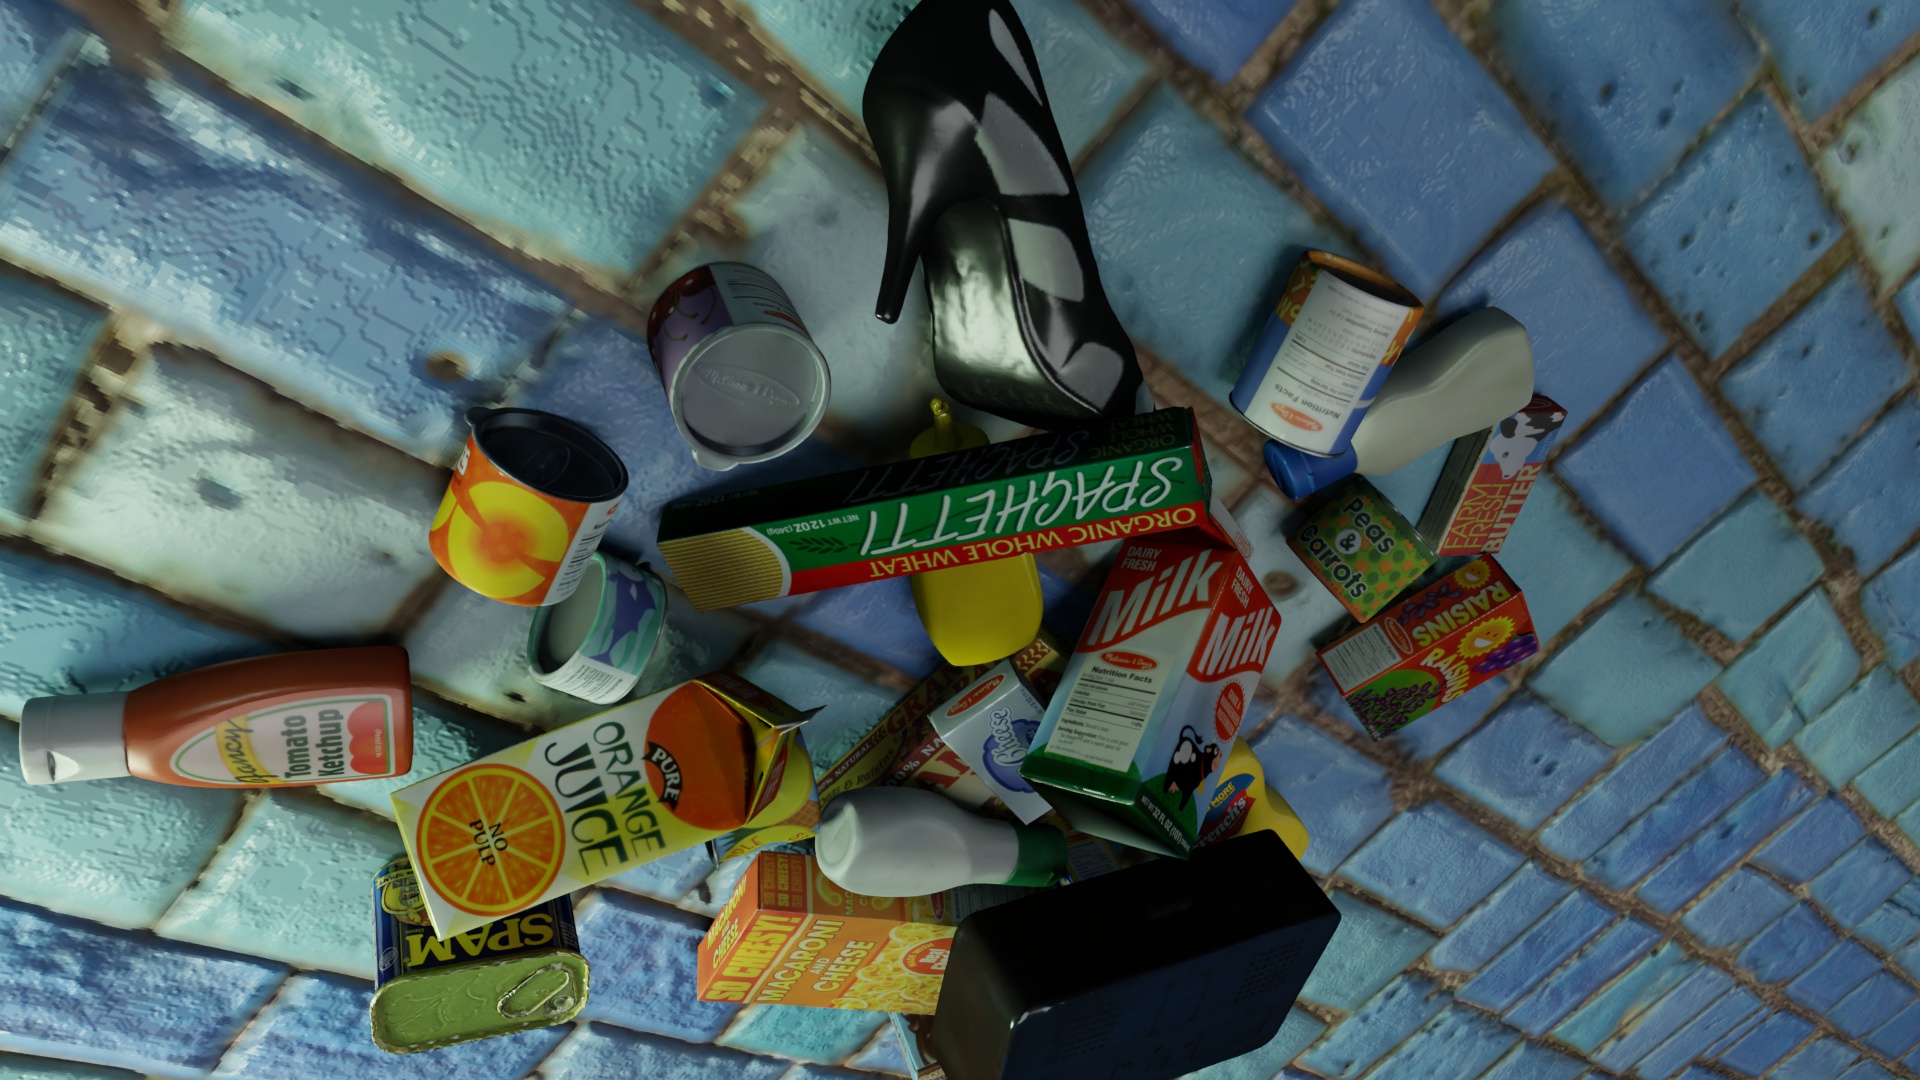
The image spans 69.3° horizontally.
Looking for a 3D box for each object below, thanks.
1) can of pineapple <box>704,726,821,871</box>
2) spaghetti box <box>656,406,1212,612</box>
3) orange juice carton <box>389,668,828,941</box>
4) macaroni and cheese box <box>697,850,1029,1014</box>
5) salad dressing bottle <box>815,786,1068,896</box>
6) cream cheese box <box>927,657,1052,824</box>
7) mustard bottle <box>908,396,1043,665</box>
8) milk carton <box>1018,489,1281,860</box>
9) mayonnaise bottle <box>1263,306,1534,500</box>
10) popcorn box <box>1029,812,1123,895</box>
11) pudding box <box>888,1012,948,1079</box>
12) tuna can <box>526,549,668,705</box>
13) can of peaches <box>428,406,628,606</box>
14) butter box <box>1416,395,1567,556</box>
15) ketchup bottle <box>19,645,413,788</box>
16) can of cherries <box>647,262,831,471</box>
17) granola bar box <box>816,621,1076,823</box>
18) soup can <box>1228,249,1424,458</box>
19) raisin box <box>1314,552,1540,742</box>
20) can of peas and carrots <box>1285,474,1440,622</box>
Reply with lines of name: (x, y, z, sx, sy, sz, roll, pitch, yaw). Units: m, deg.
can of pineapple: (-0.109, 0.132, 0.730, 0.058, 0.071, 0.070, -12, 129, -17)
spaghetti box: (-0.013, -0.013, 0.629, 0.250, 0.029, 0.050, -10, 133, 12)
orange juice carton: (-0.156, 0.115, 0.656, 0.193, 0.072, 0.073, -21, 87, 2)
macaroni and cheese box: (-0.058, 0.235, 0.820, 0.166, 0.040, 0.123, 12, 136, -22)
salad dressing bottle: (-0.007, 0.170, 0.772, 0.148, 0.044, 0.064, 14, 118, -34)
cream cheese box: (0.031, 0.111, 0.755, 0.053, 0.024, 0.103, -35, 132, 5)
mustard bottle: (0.002, -0.009, 0.687, 0.065, 0.049, 0.159, -16, 130, -8)
milk carton: (0.113, 0.065, 0.748, 0.072, 0.073, 0.191, 48, 59, -42)
mayonnaise bottle: (0.239, -0.070, 0.759, 0.148, 0.041, 0.064, -26, 131, -4)
popcorn box: (0.058, 0.225, 0.869, 0.038, 0.085, 0.126, -8, 128, -24)
pudding box: (-0.019, 0.307, 0.898, 0.050, 0.084, 0.030, -16, 132, -15)
tuna can: (-0.166, 0.037, 0.633, 0.033, 0.071, 0.071, 29, 109, -37)
can of peaches: (-0.184, -0.015, 0.584, 0.071, 0.071, 0.057, 15, 118, -33)
butter box: (0.316, -0.038, 0.830, 0.053, 0.024, 0.103, -3, 126, -23)
ketchup bottle: (-0.320, 0.080, 0.607, 0.149, 0.044, 0.064, -2, 126, -23)
can of cherries: (-0.096, -0.073, 0.584, 0.071, 0.058, 0.071, -14, 131, -17)
granola bar box: (0.013, 0.124, 0.802, 0.165, 0.039, 0.124, -43, 131, 11)
soup can: (0.183, -0.095, 0.698, 0.071, 0.071, 0.083, 7, 121, -30)
raisin box: (0.297, 0.070, 0.879, 0.123, 0.040, 0.086, -33, 140, 10)
can of peas and carrots: (0.228, 0.004, 0.792, 0.058, 0.071, 0.071, -44, 131, 12)
